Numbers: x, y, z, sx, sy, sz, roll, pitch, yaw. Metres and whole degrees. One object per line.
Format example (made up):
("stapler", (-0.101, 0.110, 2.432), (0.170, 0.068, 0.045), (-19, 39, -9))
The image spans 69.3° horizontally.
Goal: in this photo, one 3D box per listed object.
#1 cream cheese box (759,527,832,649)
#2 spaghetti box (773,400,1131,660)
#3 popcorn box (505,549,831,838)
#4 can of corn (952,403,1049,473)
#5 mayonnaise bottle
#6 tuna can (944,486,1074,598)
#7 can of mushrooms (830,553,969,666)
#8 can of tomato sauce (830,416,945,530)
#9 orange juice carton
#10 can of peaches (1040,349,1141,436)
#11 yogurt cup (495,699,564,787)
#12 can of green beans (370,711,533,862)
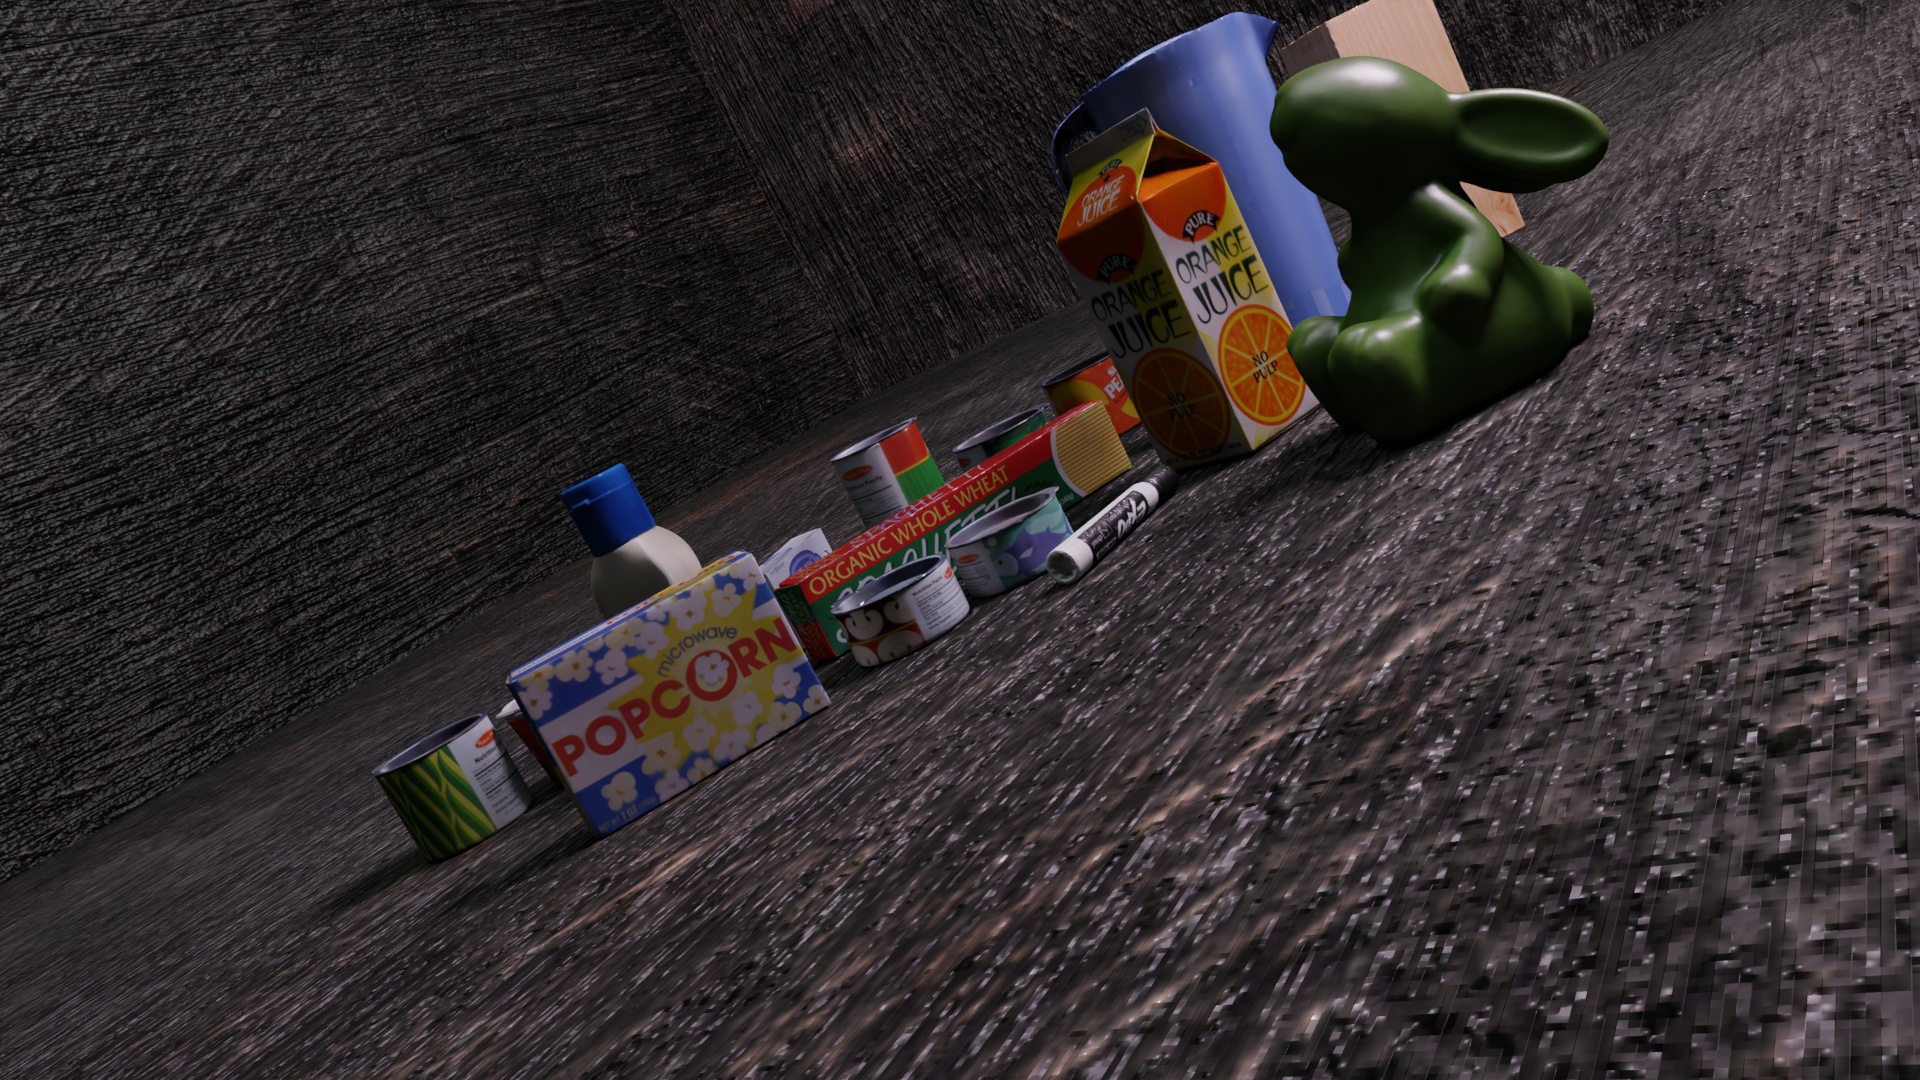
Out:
("cream cheese box", (-0.101, 0.032, 0.871), (0.024, 0.053, 0.104), (-24, 10, 18))
("spaghetti box", (0.003, -0.010, 0.828), (0.251, 0.050, 0.028), (-32, 11, -31))
("popcorn box", (-0.137, 0.071, 0.659), (0.127, 0.085, 0.038), (-29, 9, -17))
("can of corn", (0.039, -0.049, 0.917), (0.071, 0.058, 0.071), (-26, 9, 5))
("mayonnaise bottle", (-0.158, 0.032, 0.730), (0.064, 0.148, 0.041), (-22, 10, 26))
("tuna can", (0.030, 0.001, 0.748), (0.071, 0.032, 0.071), (-26, 9, 5))
("can of mushrooms", (-0.032, 0.036, 0.721), (0.071, 0.033, 0.071), (-26, 9, 5))
("can of tomato sauce", (-0.043, -0.036, 0.992), (0.071, 0.083, 0.071), (-26, 9, 5))
("orange juice carton", (0.122, -0.142, 0.784), (0.073, 0.192, 0.071), (-33, 11, -34))
("can of peaches", (0.105, -0.108, 1.058), (0.071, 0.058, 0.071), (-26, 9, 5))
("yogurt cup", (-0.218, 0.104, 0.794), (0.072, 0.054, 0.072), (-26, 9, 5))
("can of green beans", (-0.280, 0.137, 0.771), (0.071, 0.057, 0.071), (-26, 9, 5))
